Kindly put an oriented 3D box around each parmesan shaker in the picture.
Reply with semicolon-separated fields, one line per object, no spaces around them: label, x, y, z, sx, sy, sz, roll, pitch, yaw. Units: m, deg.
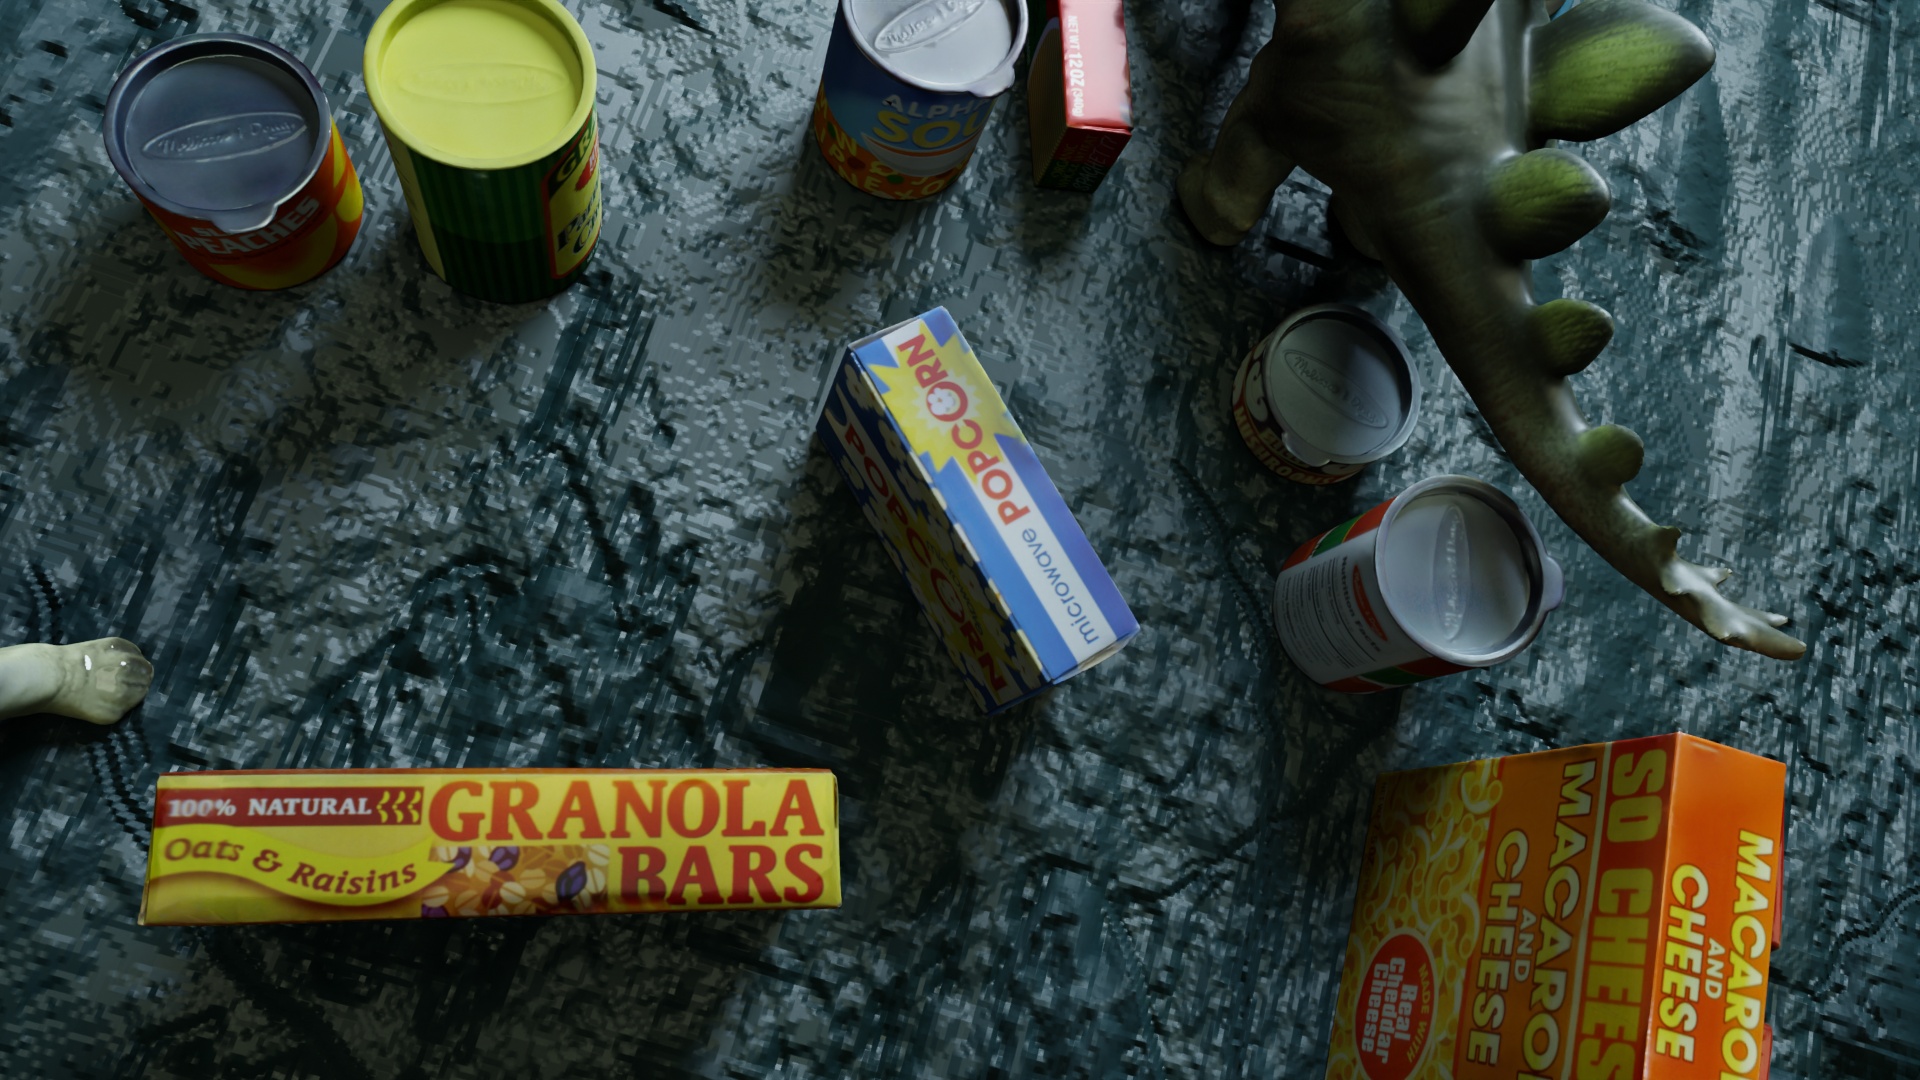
parmesan shaker;-0.154;-0.131;0.462;0.071;0.102;0.071;3;76;-12

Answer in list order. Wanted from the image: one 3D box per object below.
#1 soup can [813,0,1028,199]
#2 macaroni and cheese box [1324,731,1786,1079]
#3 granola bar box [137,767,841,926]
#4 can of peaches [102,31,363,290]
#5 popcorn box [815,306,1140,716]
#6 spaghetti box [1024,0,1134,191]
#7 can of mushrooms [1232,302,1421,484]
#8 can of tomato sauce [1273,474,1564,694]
soup can;-0.016;-0.172;0.514;0.071;0.083;0.071;3;76;-12
macaroni and cheese box;0.179;0.131;0.438;0.040;0.166;0.124;18;73;-8
granola bar box;-0.125;0.088;0.402;0.166;0.124;0.039;2;76;-12
can of peaches;-0.239;-0.122;0.464;0.071;0.058;0.071;3;76;-12
popcorn box;0.002;-0.006;0.475;0.038;0.085;0.127;-29;84;-18
spaghetti box;0.042;-0.267;0.570;0.029;0.050;0.250;0;76;-13
can of mushrooms;0.142;-0.055;0.547;0.071;0.033;0.071;3;75;-12
can of tomato sauce;0.163;0.019;0.507;0.071;0.083;0.071;3;76;-12
